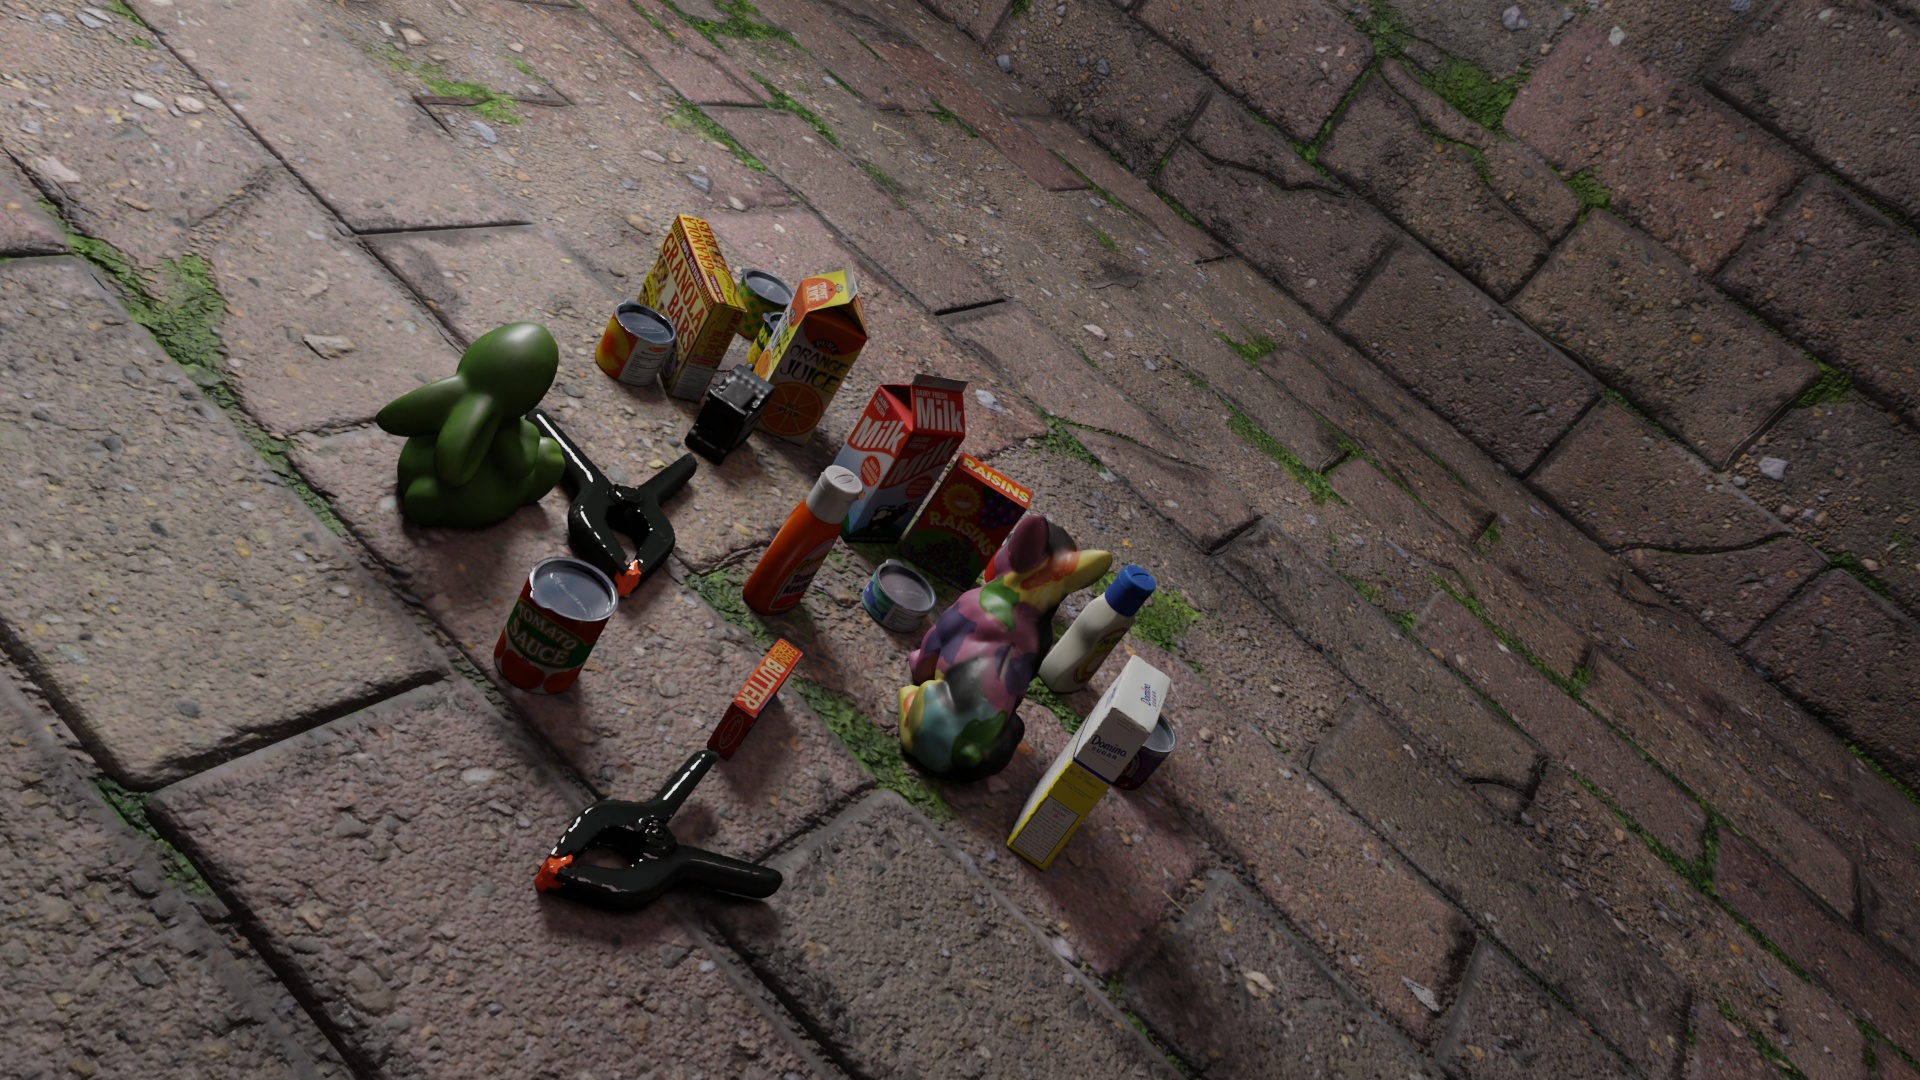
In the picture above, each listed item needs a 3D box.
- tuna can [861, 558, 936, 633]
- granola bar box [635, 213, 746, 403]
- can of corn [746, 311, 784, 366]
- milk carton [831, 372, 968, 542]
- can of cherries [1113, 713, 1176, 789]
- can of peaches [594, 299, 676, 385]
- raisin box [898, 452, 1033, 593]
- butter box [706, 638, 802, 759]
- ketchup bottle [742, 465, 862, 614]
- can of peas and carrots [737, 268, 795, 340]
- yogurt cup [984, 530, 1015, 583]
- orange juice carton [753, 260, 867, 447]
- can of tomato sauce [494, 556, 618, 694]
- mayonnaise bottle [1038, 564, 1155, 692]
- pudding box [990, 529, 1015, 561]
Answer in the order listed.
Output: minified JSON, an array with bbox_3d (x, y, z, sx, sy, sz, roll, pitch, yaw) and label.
[{"bbox_3d":[-0.061,0.054,1.340,0.071,0.032,0.071,25,31,-16],"label":"tuna can"},{"bbox_3d":[-0.286,-0.244,1.454,0.039,0.123,0.166,10,38,-37],"label":"granola bar box"},{"bbox_3d":[-0.202,-0.215,1.562,0.071,0.058,0.071,25,31,-16],"label":"can of corn"},{"bbox_3d":[-0.062,-0.089,1.386,0.072,0.189,0.074,2,43,-43],"label":"milk carton"},{"bbox_3d":[0.162,0.196,1.330,0.071,0.058,0.072,25,31,-16],"label":"can of cherries"},{"bbox_3d":[-0.331,-0.201,1.413,0.071,0.057,0.071,25,31,-16],"label":"can of peaches"},{"bbox_3d":[0.005,-0.018,1.417,0.086,0.122,0.040,31,30,-6],"label":"raisin box"},{"bbox_3d":[-0.164,0.126,1.113,0.024,0.053,0.104,34,30,-2],"label":"butter box"},{"bbox_3d":[-0.137,-0.001,1.227,0.043,0.148,0.065,45,31,17],"label":"ketchup bottle"},{"bbox_3d":[-0.235,-0.273,1.612,0.071,0.058,0.071,25,31,-16],"label":"can of peas and carrots"},{"bbox_3d":[0.061,0.031,1.472,0.072,0.053,0.073,25,31,-16],"label":"yogurt cup"},{"bbox_3d":[-0.155,-0.200,1.451,0.073,0.191,0.072,20,33,-24],"label":"orange juice carton"},{"bbox_3d":[-0.303,0.065,1.034,0.071,0.082,0.071,25,31,-16],"label":"can of tomato sauce"},{"bbox_3d":[0.137,0.088,1.371,0.065,0.147,0.041,-4,47,-48],"label":"mayonnaise bottle"},{"bbox_3d":[0.016,-0.022,1.508,0.030,0.049,0.084,-3,47,-47],"label":"pudding box"}]
